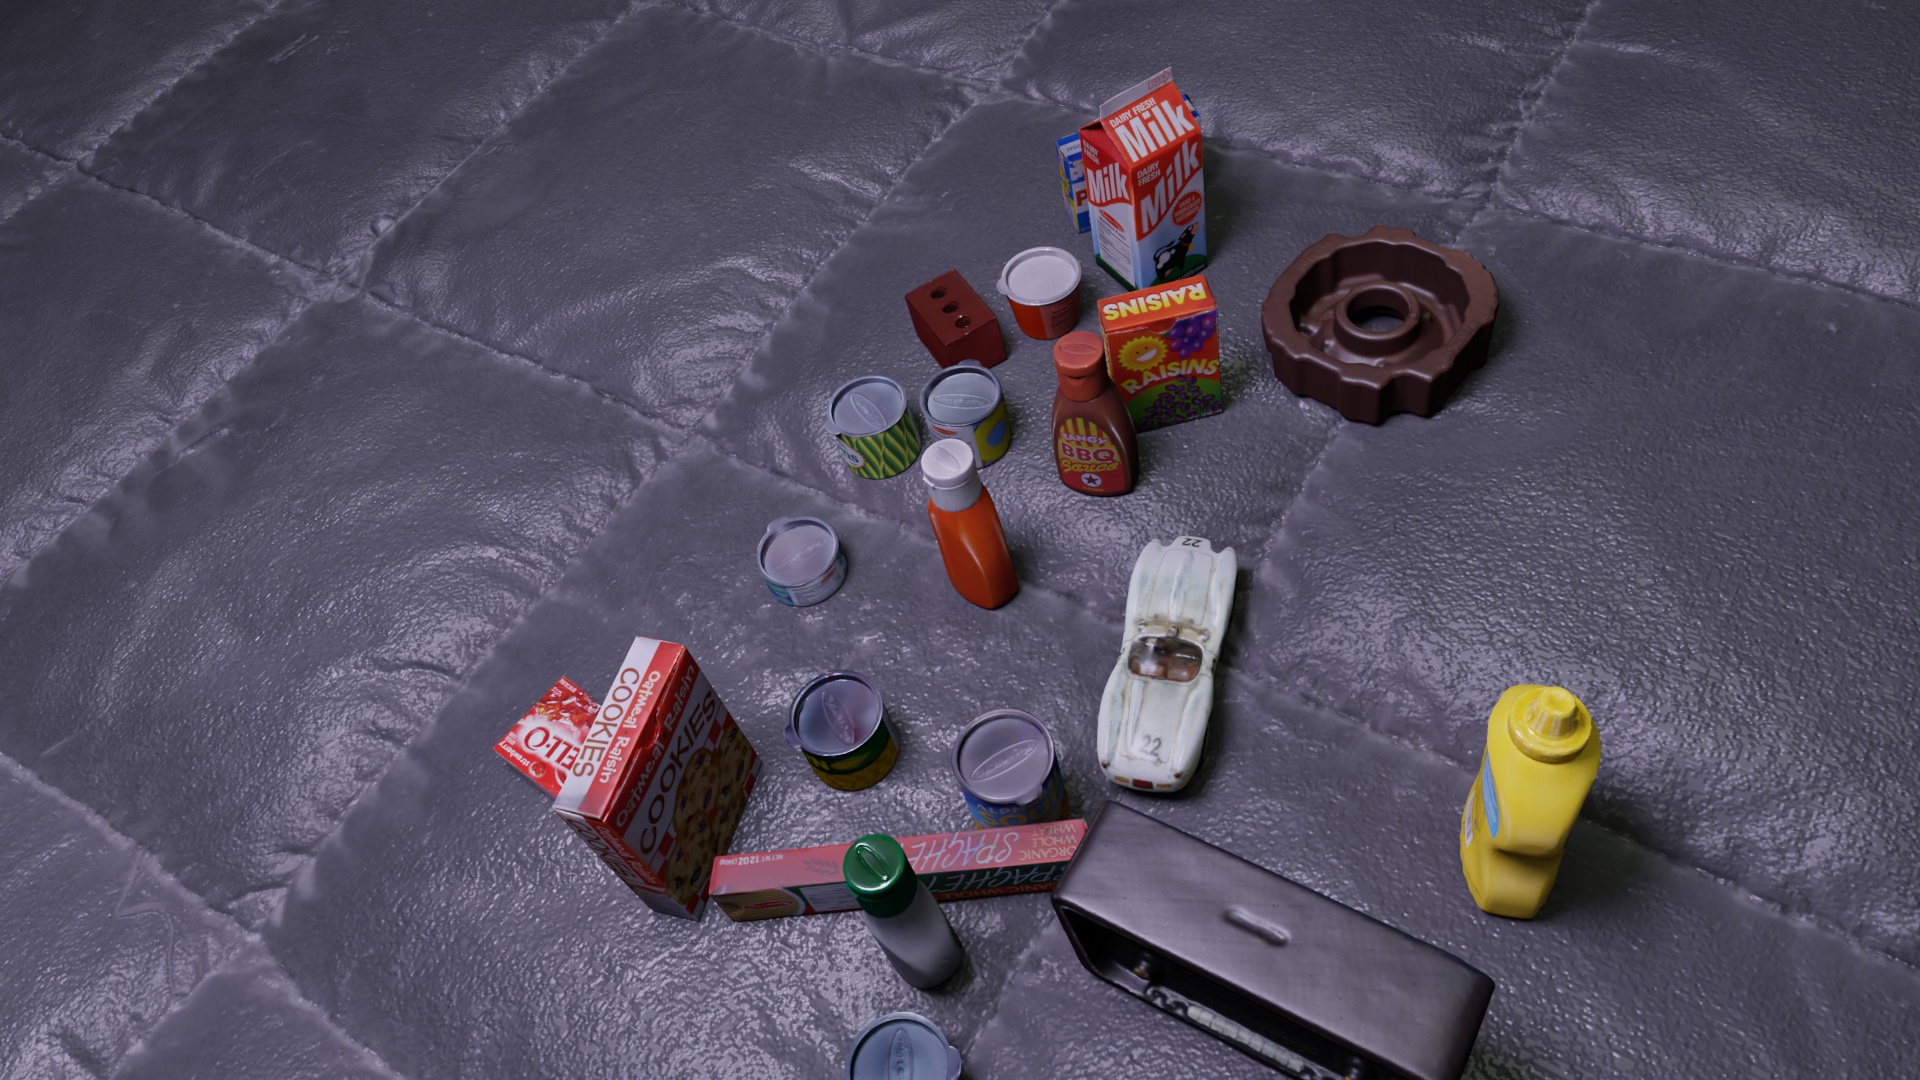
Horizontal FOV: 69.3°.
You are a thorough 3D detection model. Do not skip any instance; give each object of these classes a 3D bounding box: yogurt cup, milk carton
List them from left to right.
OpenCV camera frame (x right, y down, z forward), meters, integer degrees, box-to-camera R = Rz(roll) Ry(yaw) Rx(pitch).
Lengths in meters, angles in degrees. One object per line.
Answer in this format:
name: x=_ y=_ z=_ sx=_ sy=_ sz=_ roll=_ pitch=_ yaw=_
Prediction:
yogurt cup: x=0.072 y=-0.209 z=1.188 sx=0.072 sy=0.053 sz=0.073 roll=-6 pitch=53 yaw=8
milk carton: x=0.152 y=-0.297 z=1.149 sx=0.072 sy=0.189 sz=0.074 roll=-32 pitch=54 yaw=-11

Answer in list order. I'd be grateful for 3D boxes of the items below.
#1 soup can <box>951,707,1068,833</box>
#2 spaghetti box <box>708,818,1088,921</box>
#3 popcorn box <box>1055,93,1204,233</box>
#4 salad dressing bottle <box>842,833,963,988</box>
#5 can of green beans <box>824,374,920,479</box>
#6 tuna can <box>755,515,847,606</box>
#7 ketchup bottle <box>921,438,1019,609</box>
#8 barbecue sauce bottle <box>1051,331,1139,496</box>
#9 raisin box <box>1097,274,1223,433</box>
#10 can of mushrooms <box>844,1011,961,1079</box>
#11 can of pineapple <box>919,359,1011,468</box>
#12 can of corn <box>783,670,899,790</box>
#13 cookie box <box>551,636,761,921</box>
soup can: x=0.035 y=0.160 z=0.906 sx=0.071 sy=0.083 sz=0.072 roll=-6 pitch=53 yaw=8
spaghetti box: x=-0.035 y=0.215 z=0.902 sx=0.250 sy=0.050 sz=0.029 roll=-8 pitch=53 yaw=7
popcorn box: x=0.153 y=-0.336 z=1.244 sx=0.127 sy=0.084 sz=0.038 roll=-20 pitch=53 yaw=-2
salad dressing bottle: x=-0.036 y=0.223 z=0.836 sx=0.044 sy=0.147 sz=0.064 roll=-39 pitch=56 yaw=-16
can of green beans: x=-0.070 y=-0.092 z=1.131 sx=0.071 sy=0.057 sz=0.071 roll=-6 pitch=53 yaw=8
tuna can: x=-0.124 y=0.015 z=1.081 sx=0.071 sy=0.032 sz=0.071 roll=-6 pitch=53 yaw=8
ketchup bottle: x=0.004 y=-0.013 z=0.999 sx=0.043 sy=0.148 sz=0.065 roll=-38 pitch=55 yaw=-15
barbecue sauce bottle: x=0.097 y=-0.093 z=1.038 sx=0.065 sy=0.147 sz=0.044 roll=9 pitch=57 yaw=19
raisin box: x=0.155 y=-0.141 z=1.075 sx=0.086 sy=0.122 sz=0.040 roll=-13 pitch=53 yaw=4
can of mushrooms: x=-0.032 y=0.321 z=0.834 sx=0.071 sy=0.033 sz=0.071 roll=-6 pitch=53 yaw=8
can of pineapple: x=0.006 y=-0.100 z=1.120 sx=0.071 sy=0.057 sz=0.071 roll=-6 pitch=53 yaw=8
can of corn: x=-0.082 y=0.134 z=0.967 sx=0.071 sy=0.058 sz=0.071 roll=-6 pitch=53 yaw=8
cookie box: x=-0.190 y=0.158 z=0.906 sx=0.040 sy=0.166 sz=0.123 roll=8 pitch=57 yaw=18
